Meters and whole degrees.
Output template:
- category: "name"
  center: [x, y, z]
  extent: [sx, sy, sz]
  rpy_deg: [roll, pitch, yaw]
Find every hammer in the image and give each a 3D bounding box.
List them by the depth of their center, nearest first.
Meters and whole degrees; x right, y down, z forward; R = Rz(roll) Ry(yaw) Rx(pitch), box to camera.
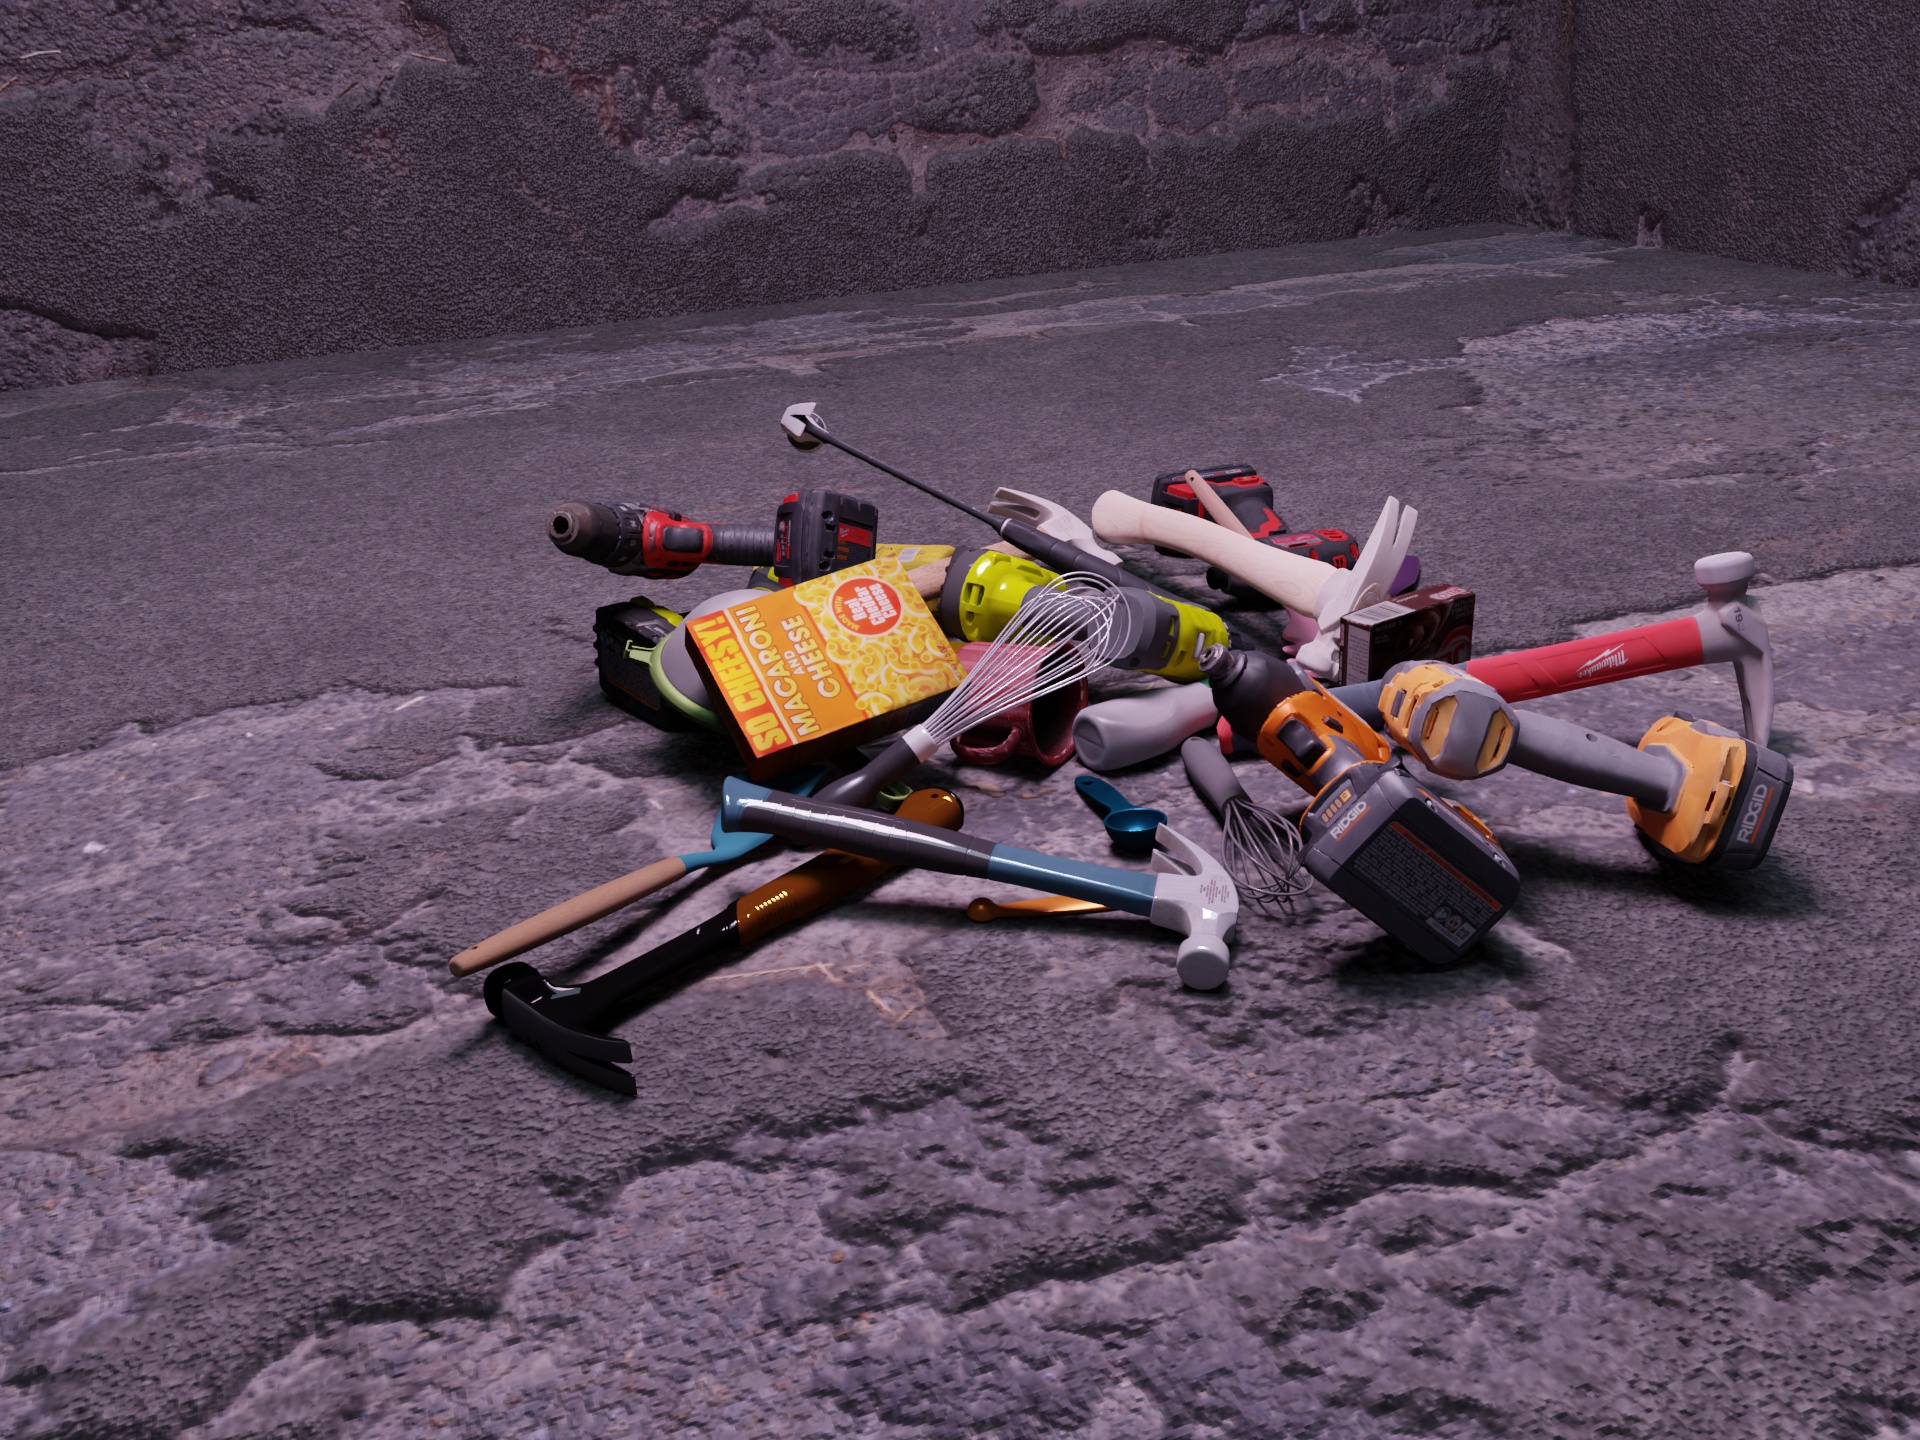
- category: "hammer"
  center: [-0.114, 0.117, 0.975]
  extent: [0.127, 0.034, 0.337]
  rpy_deg: [18, 32, 39]
- category: "hammer"
  center: [0.006, 0.084, 0.977]
  extent: [0.331, 0.033, 0.128]
  rpy_deg: [12, 27, 10]
- category: "hammer"
  center: [0.381, -0.012, 1.152]
  extent: [0.386, 0.143, 0.038]
  rpy_deg: [-12, 9, 8]
- category: "hammer"
  center: [0.232, -0.158, 1.387]
  extent: [0.038, 0.146, 0.411]
  rpy_deg: [23, 7, -30]
- category: "hammer"
  center: [0.027, -0.176, 1.388]
  extent: [0.409, 0.036, 0.149]
  rpy_deg: [26, 3, -1]
- category: "hammer"
  center: [0.008, -0.140, 1.432]
  extent: [0.130, 0.031, 0.331]
  rpy_deg: [44, 40, 19]

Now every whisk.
- category: "whisk"
  center: [0.181, 0.060, 1.059]
  extent: [0.055, 0.055, 0.239]
  rpy_deg: [-5, 20, -4]
- category: "whisk"
  center: [-0.001, -0.003, 1.091]
  extent: [0.284, 0.070, 0.070]
  rpy_deg: [-37, 31, -5]

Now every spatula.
- category: "spatula"
  center: [-0.199, 0.090, 0.999]
  extent: [0.082, 0.044, 0.317]
  rpy_deg: [-5, 11, 32]
- category: "spatula"
  center: [0.371, -0.099, 1.411]
  extent: [0.060, 0.018, 0.316]
  rpy_deg: [2, 24, 18]

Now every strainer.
- category: "strainer"
  center: [-0.119, -0.027, 1.169]
  extent: [0.151, 0.069, 0.257]
  rpy_deg: [-19, 46, -42]

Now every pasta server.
- category: "pasta server"
  center: [0.262, -0.137, 1.389]
  extent: [0.040, 0.060, 0.317]
  rpy_deg: [31, 22, -39]

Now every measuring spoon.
- category: "measuring spoon"
  center: [0.062, 0.111, 0.992]
  extent: [0.117, 0.011, 0.021]
  rpy_deg: [-5, 25, -5]
- category: "measuring spoon"
  center: [0.105, 0.064, 1.095]
  extent: [0.042, 0.021, 0.129]
  rpy_deg: [-10, 16, -13]

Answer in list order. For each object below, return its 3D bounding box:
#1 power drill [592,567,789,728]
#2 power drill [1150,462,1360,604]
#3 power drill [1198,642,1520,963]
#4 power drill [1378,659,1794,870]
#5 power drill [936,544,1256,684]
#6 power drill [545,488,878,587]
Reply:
- category: "power drill"
  center: [-0.179, -0.069, 1.345]
  extent: [0.223, 0.080, 0.171]
  rpy_deg: [-20, 34, -39]
- category: "power drill"
  center: [0.269, -0.174, 1.525]
  extent: [0.143, 0.078, 0.220]
  rpy_deg: [-10, 28, -14]
- category: "power drill"
  center: [0.230, 0.035, 0.978]
  extent: [0.164, 0.084, 0.227]
  rpy_deg: [36, 15, -22]
- category: "power drill"
  center: [0.378, 0.015, 1.012]
  extent: [0.226, 0.084, 0.185]
  rpy_deg: [16, 10, 1]
- category: "power drill"
  center: [0.113, -0.078, 1.291]
  extent: [0.229, 0.080, 0.190]
  rpy_deg: [16, 5, 39]
- category: "power drill"
  center: [-0.196, -0.143, 1.259]
  extent: [0.227, 0.080, 0.188]
  rpy_deg: [4, 2, 18]
